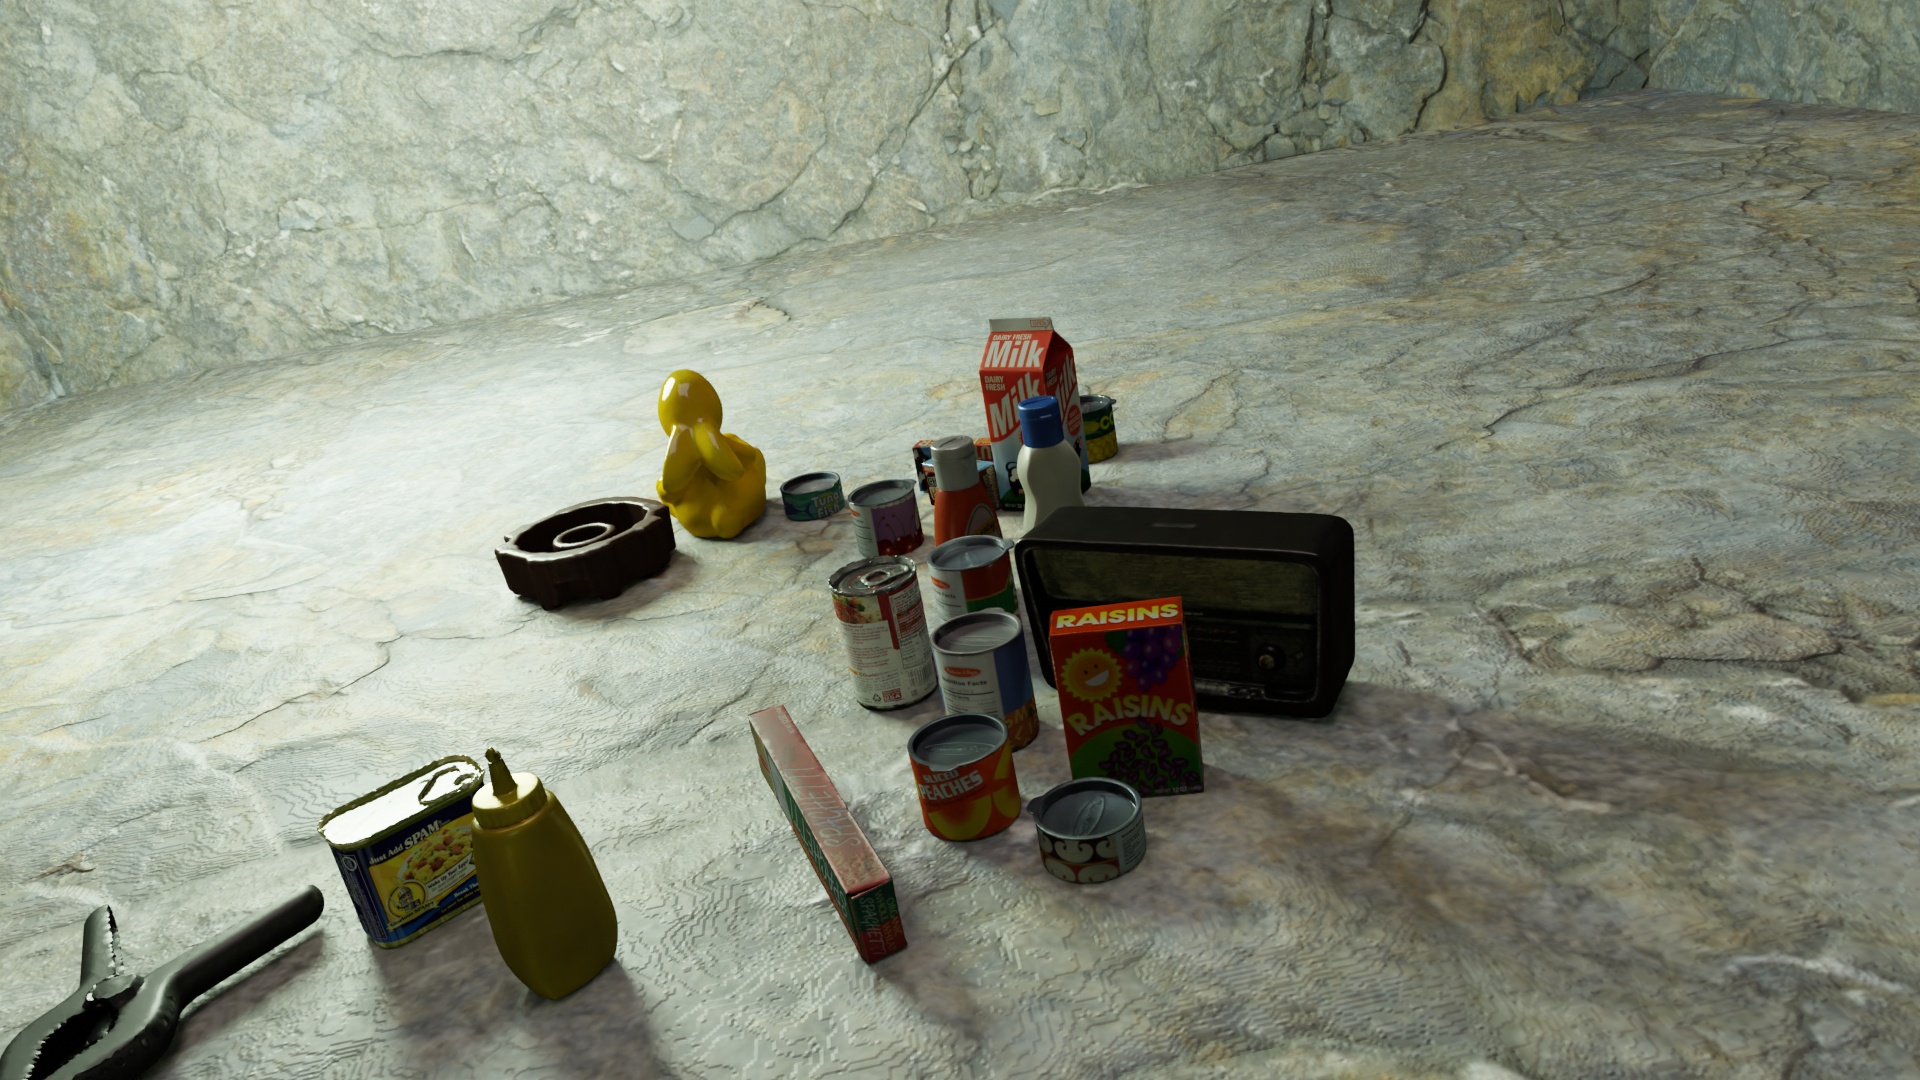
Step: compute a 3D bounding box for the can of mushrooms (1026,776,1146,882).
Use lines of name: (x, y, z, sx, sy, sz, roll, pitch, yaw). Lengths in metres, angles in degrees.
can of mushrooms: (0.077, 0.175, 0.843, 0.071, 0.033, 0.071, -9, 22, 4)

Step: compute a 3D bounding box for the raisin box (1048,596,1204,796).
raisin box: (0.107, 0.102, 0.887, 0.086, 0.123, 0.040, -7, 22, 10)

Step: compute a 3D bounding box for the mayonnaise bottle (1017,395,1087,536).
mayonnaise bottle: (0.081, -0.055, 1.249, 0.065, 0.147, 0.041, -15, 22, -11)

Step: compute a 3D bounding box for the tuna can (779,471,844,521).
tuna can: (-0.157, -0.047, 1.491, 0.071, 0.032, 0.071, -9, 22, 4)

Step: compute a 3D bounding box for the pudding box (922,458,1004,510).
pudding box: (0.003, -0.058, 1.422, 0.084, 0.049, 0.030, 12, 31, 44)

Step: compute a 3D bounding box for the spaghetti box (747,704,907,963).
spaghetti box: (-0.090, 0.179, 0.888, 0.029, 0.050, 0.250, -17, 23, -16)

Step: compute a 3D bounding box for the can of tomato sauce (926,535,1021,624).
can of tomato sauce: (0.015, 0.046, 1.119, 0.071, 0.082, 0.071, -9, 22, 4)

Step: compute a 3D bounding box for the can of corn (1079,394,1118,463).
can of corn: (0.137, -0.120, 1.500, 0.071, 0.058, 0.071, -9, 22, 4)

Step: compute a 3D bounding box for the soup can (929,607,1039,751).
soup can: (0.019, 0.100, 0.985, 0.071, 0.083, 0.071, -9, 22, 4)

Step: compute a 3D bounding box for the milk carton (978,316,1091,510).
milk carton: (0.073, -0.129, 1.375, 0.072, 0.189, 0.074, 2, 25, 30)

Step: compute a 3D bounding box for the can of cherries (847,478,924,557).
can of cherries: (-0.070, -0.022, 1.356, 0.071, 0.058, 0.072, -9, 22, 4)

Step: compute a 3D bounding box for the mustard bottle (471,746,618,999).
mustard bottle: (-0.246, 0.184, 0.799, 0.049, 0.159, 0.065, 8, 29, 40)

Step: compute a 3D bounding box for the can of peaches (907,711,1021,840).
can of peaches: (0.002, 0.153, 0.897, 0.071, 0.057, 0.071, -9, 22, 4)

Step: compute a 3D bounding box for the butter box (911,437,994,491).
butter box: (0.003, -0.081, 1.472, 0.103, 0.053, 0.024, -2, 23, 22)

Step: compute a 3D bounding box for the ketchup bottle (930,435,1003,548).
ketchup bottle: (0.004, -0.015, 1.185, 0.043, 0.148, 0.065, 12, 31, 44)
